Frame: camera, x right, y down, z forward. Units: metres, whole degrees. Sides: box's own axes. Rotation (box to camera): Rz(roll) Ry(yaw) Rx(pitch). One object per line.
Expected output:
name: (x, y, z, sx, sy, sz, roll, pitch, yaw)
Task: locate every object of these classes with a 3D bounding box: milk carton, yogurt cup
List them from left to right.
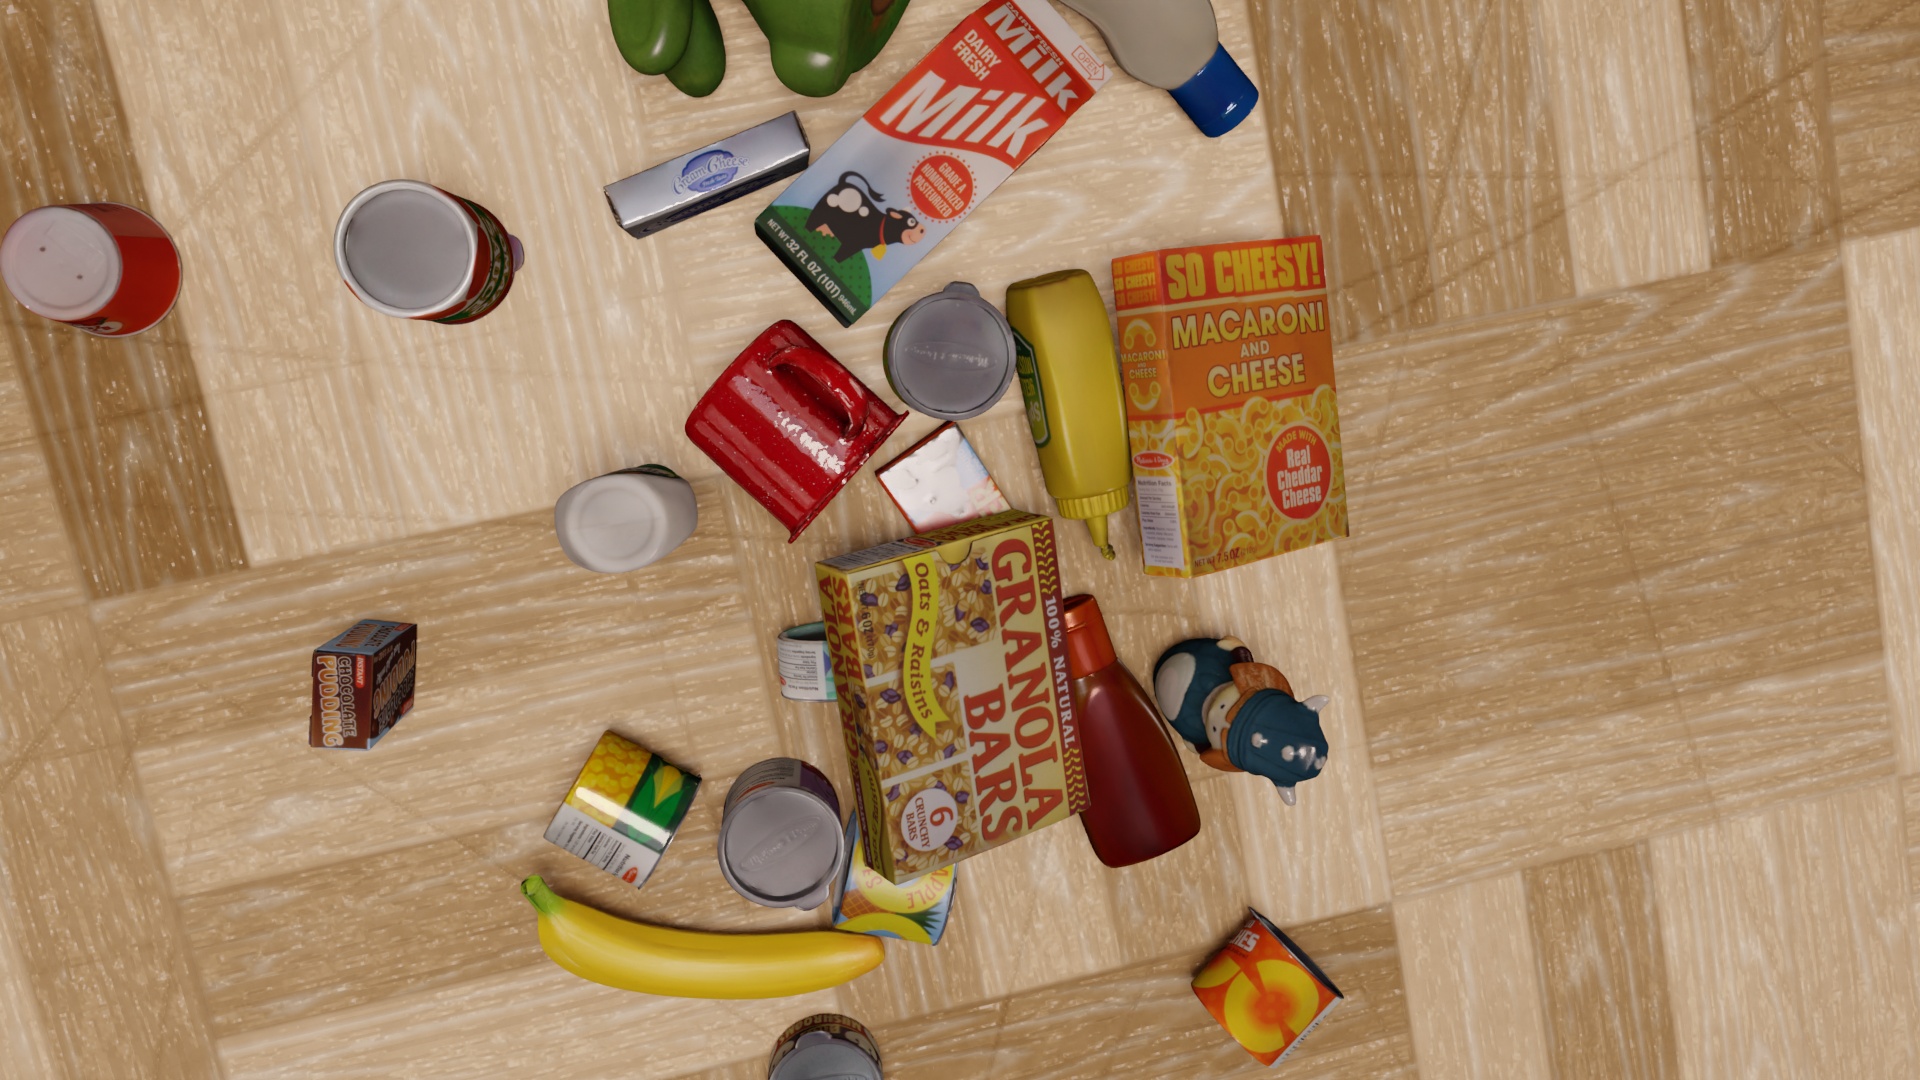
yogurt cup: (-0.429, -0.134, 0.682, 0.072, 0.054, 0.072, -1, 97, -7)
milk carton: (-0.013, -0.200, 0.714, 0.190, 0.073, 0.072, -44, 100, 0)

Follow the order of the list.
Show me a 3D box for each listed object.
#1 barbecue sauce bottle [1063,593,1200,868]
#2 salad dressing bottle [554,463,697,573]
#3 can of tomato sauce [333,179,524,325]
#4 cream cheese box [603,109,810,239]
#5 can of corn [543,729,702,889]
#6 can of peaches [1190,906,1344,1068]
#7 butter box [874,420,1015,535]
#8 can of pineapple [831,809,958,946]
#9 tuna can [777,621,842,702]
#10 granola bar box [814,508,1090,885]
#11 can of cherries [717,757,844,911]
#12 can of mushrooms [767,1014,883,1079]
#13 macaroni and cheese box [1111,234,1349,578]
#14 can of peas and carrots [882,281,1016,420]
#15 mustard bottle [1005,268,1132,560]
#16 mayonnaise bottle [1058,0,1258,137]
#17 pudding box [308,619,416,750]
barbecue sauce bottle: (0.083, 0.104, 0.777, 0.065, 0.044, 0.148, -21, 98, -4)
salad dressing bottle: (-0.159, -0.015, 0.681, 0.064, 0.148, 0.044, -10, 97, -6)
can of tomato sauce: (-0.261, -0.141, 0.687, 0.071, 0.083, 0.071, -1, 97, -6)
cream cheese box: (-0.128, -0.186, 0.712, 0.104, 0.053, 0.024, -23, 97, -3)
can of corn: (-0.179, 0.141, 0.741, 0.058, 0.071, 0.071, 31, 93, -9)
can of peaches: (0.173, 0.256, 0.795, 0.071, 0.071, 0.058, 42, 92, -10)
butter box: (0.003, -0.010, 0.763, 0.053, 0.024, 0.103, -35, 100, -2)
can of pineapple: (-0.035, 0.183, 0.760, 0.058, 0.071, 0.071, 12, 96, -8)
tuna can: (-0.062, 0.063, 0.745, 0.071, 0.071, 0.032, -5, 97, -6)
granola bar box: (-0.001, 0.078, 0.720, 0.124, 0.039, 0.165, -15, 103, -30)
can of cherries: (-0.097, 0.160, 0.755, 0.071, 0.058, 0.071, -1, 97, -8)
can of mushrooms: (-0.077, 0.304, 0.787, 0.071, 0.033, 0.071, -1, 97, -6)
macaroni and cheese box: (0.145, -0.073, 0.741, 0.124, 0.040, 0.166, -12, 98, -33)
can of peas and carrots: (-0.007, -0.100, 0.734, 0.071, 0.059, 0.071, -1, 97, -7)
mustard bottle: (0.063, -0.063, 0.745, 0.049, 0.065, 0.160, -15, 102, -9)
mayonnaise bottle: (0.096, -0.273, 0.718, 0.064, 0.041, 0.148, -39, 117, 19)
pudding box: (-0.303, 0.072, 0.707, 0.030, 0.084, 0.049, 4, 96, -8)
